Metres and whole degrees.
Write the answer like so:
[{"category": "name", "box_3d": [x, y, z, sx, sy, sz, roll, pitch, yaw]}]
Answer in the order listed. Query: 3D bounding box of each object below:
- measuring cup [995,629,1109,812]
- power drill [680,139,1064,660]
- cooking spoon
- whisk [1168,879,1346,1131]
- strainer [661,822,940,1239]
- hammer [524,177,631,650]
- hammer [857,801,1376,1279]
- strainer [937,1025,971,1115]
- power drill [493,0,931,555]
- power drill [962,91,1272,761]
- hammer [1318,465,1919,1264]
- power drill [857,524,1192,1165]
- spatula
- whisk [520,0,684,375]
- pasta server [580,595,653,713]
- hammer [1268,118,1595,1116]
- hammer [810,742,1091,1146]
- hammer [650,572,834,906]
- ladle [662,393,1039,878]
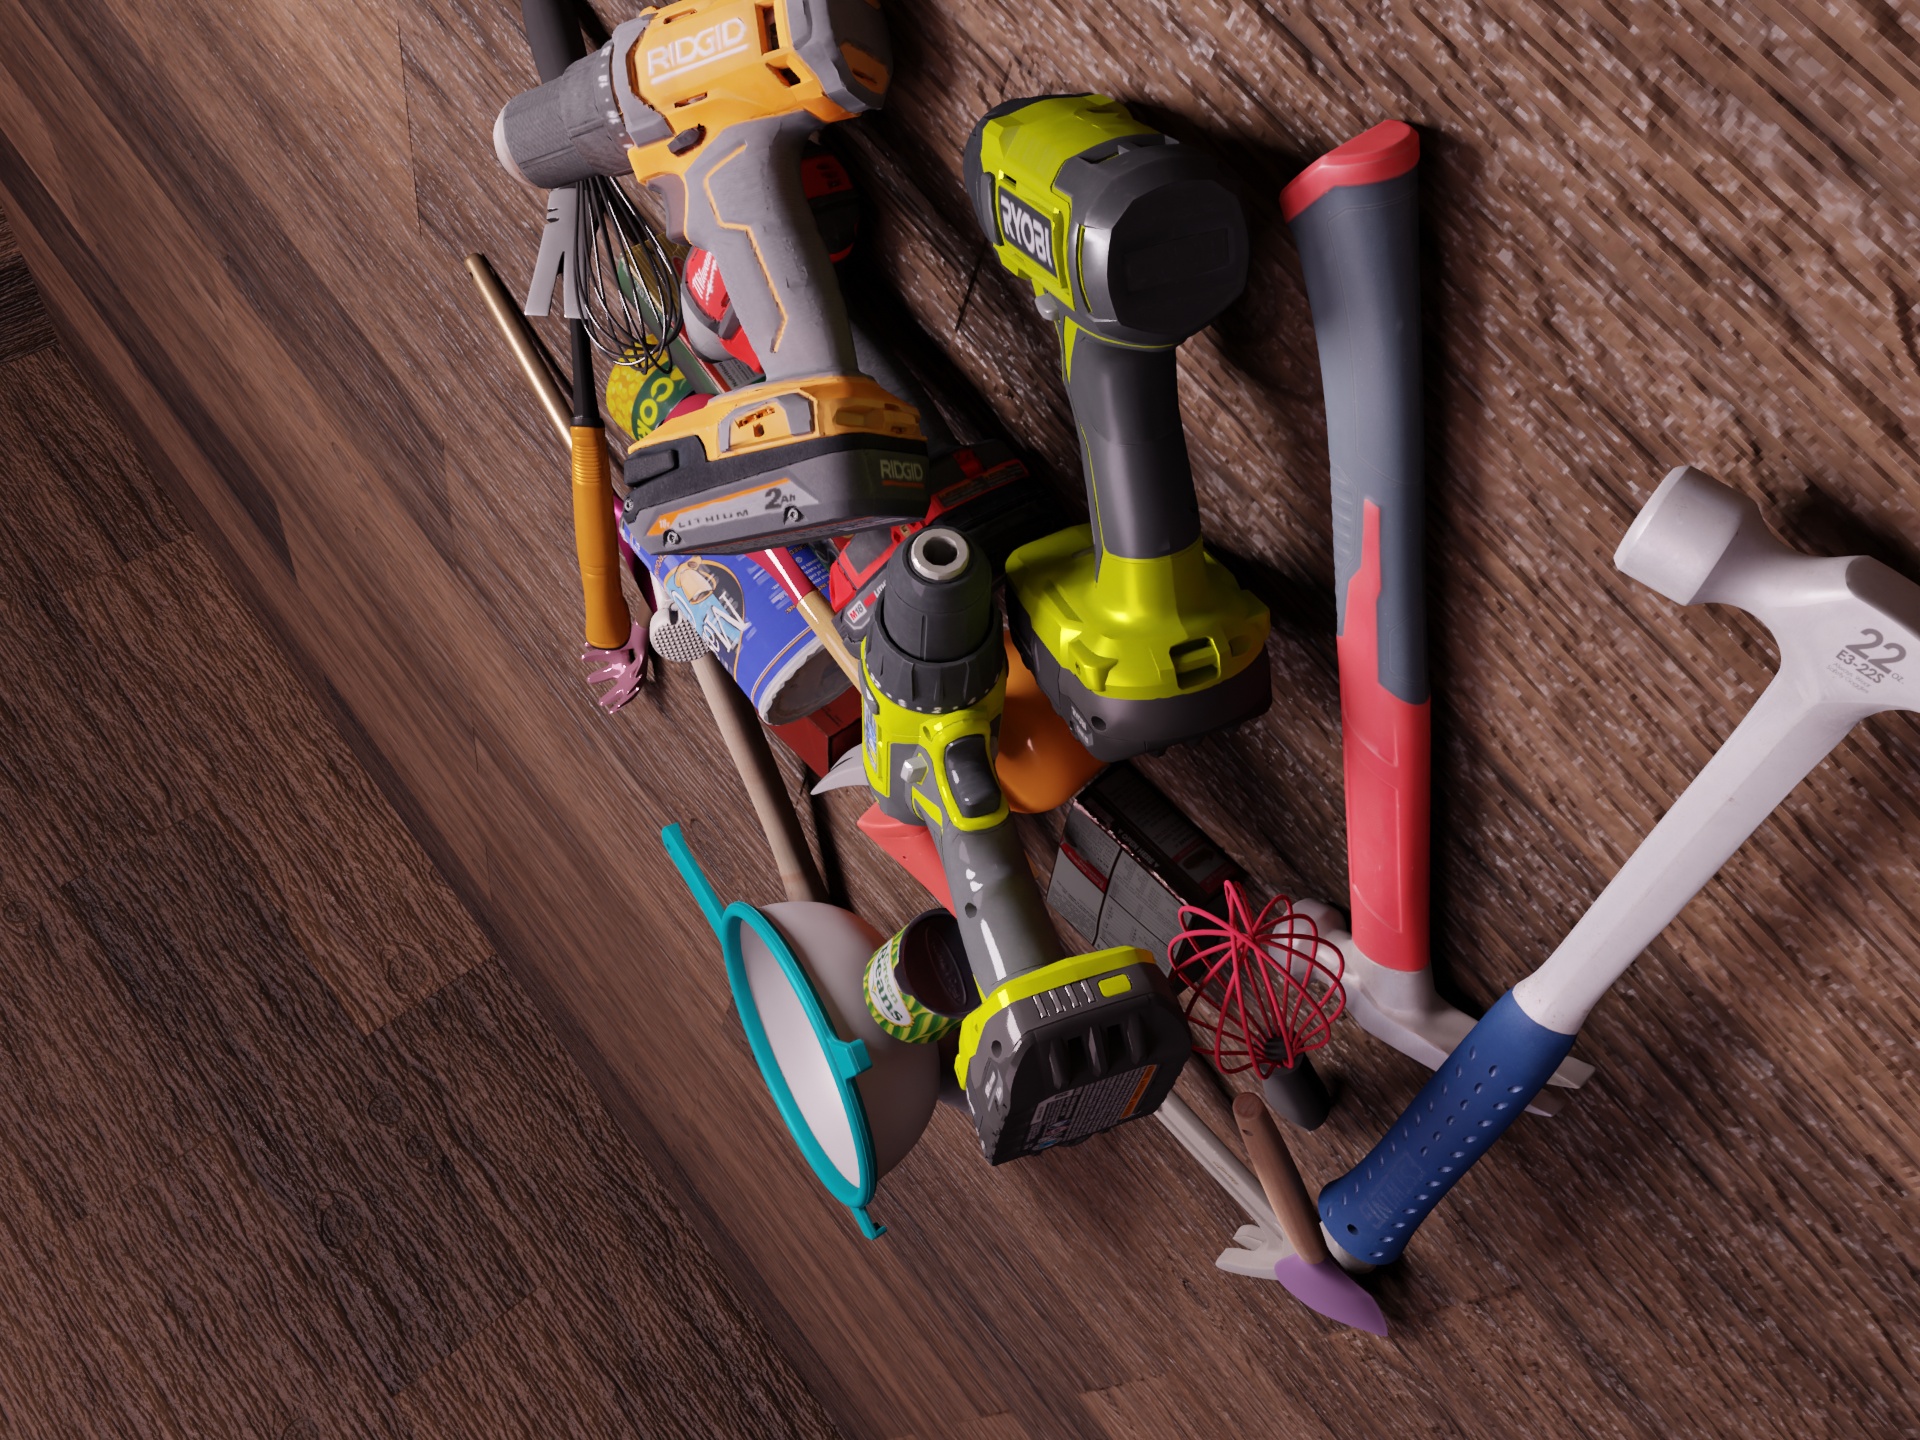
[{"category": "measuring cup", "box_3d": [-0.001, -0.003, 0.827, 0.174, 0.052, 0.095, 12, 131, 40]}, {"category": "power drill", "box_3d": [-0.058, -0.148, 0.759, 0.220, 0.078, 0.143, 59, 146, 3]}, {"category": "cooking spoon", "box_3d": [-0.267, -0.189, 1.114, 0.319, 0.017, 0.068, 60, 150, 3]}, {"category": "whisk", "box_3d": [0.139, 0.141, 0.702, 0.073, 0.073, 0.295, 41, 171, 29]}, {"category": "strainer", "box_3d": [-0.104, 0.167, 1.087, 0.341, 0.095, 0.210, 49, 151, 42]}, {"category": "hammer", "box_3d": [-0.232, -0.162, 0.998, 0.336, 0.034, 0.127, 99, 170, -49]}, {"category": "hammer", "box_3d": [0.074, 0.177, 0.891, 0.359, 0.037, 0.149, 46, 153, -3]}, {"category": "strainer", "box_3d": [0.008, 0.234, 1.031, 0.258, 0.050, 0.087, 131, 119, -81]}, {"category": "power drill", "box_3d": [-0.108, -0.185, 0.668, 0.185, 0.084, 0.226, -7, 92, 27]}, {"category": "power drill", "box_3d": [0.053, -0.113, 0.595, 0.171, 0.080, 0.223, -122, 18, -55]}, {"category": "hammer", "box_3d": [0.216, 0.100, 0.560, 0.144, 0.035, 0.405, 36, 143, 19]}, {"category": "power drill", "box_3d": [0.013, 0.048, 0.654, 0.190, 0.080, 0.229, 96, 156, -61]}, {"category": "spatula", "box_3d": [0.165, 0.248, 0.773, 0.060, 0.018, 0.315, 12, 150, 29]}, {"category": "whisk", "box_3d": [-0.188, -0.287, 0.818, 0.055, 0.055, 0.239, -35, 70, 64]}, {"category": "pasta server", "box_3d": [-0.239, -0.083, 1.193, 0.060, 0.040, 0.316, 61, 154, 9]}, {"category": "hammer", "box_3d": [0.166, -0.016, 0.576, 0.143, 0.038, 0.385, 28, 142, 42]}, {"category": "hammer", "box_3d": [0.019, 0.145, 0.980, 0.146, 0.035, 0.334, 7, 132, 37]}, {"category": "hammer", "box_3d": [-0.142, 0.026, 1.118, 0.410, 0.038, 0.146, 76, -178, -47]}, {"category": "ladle", "box_3d": [-0.062, -0.042, 0.809, 0.315, 0.031, 0.069, 51, 125, 10]}]
